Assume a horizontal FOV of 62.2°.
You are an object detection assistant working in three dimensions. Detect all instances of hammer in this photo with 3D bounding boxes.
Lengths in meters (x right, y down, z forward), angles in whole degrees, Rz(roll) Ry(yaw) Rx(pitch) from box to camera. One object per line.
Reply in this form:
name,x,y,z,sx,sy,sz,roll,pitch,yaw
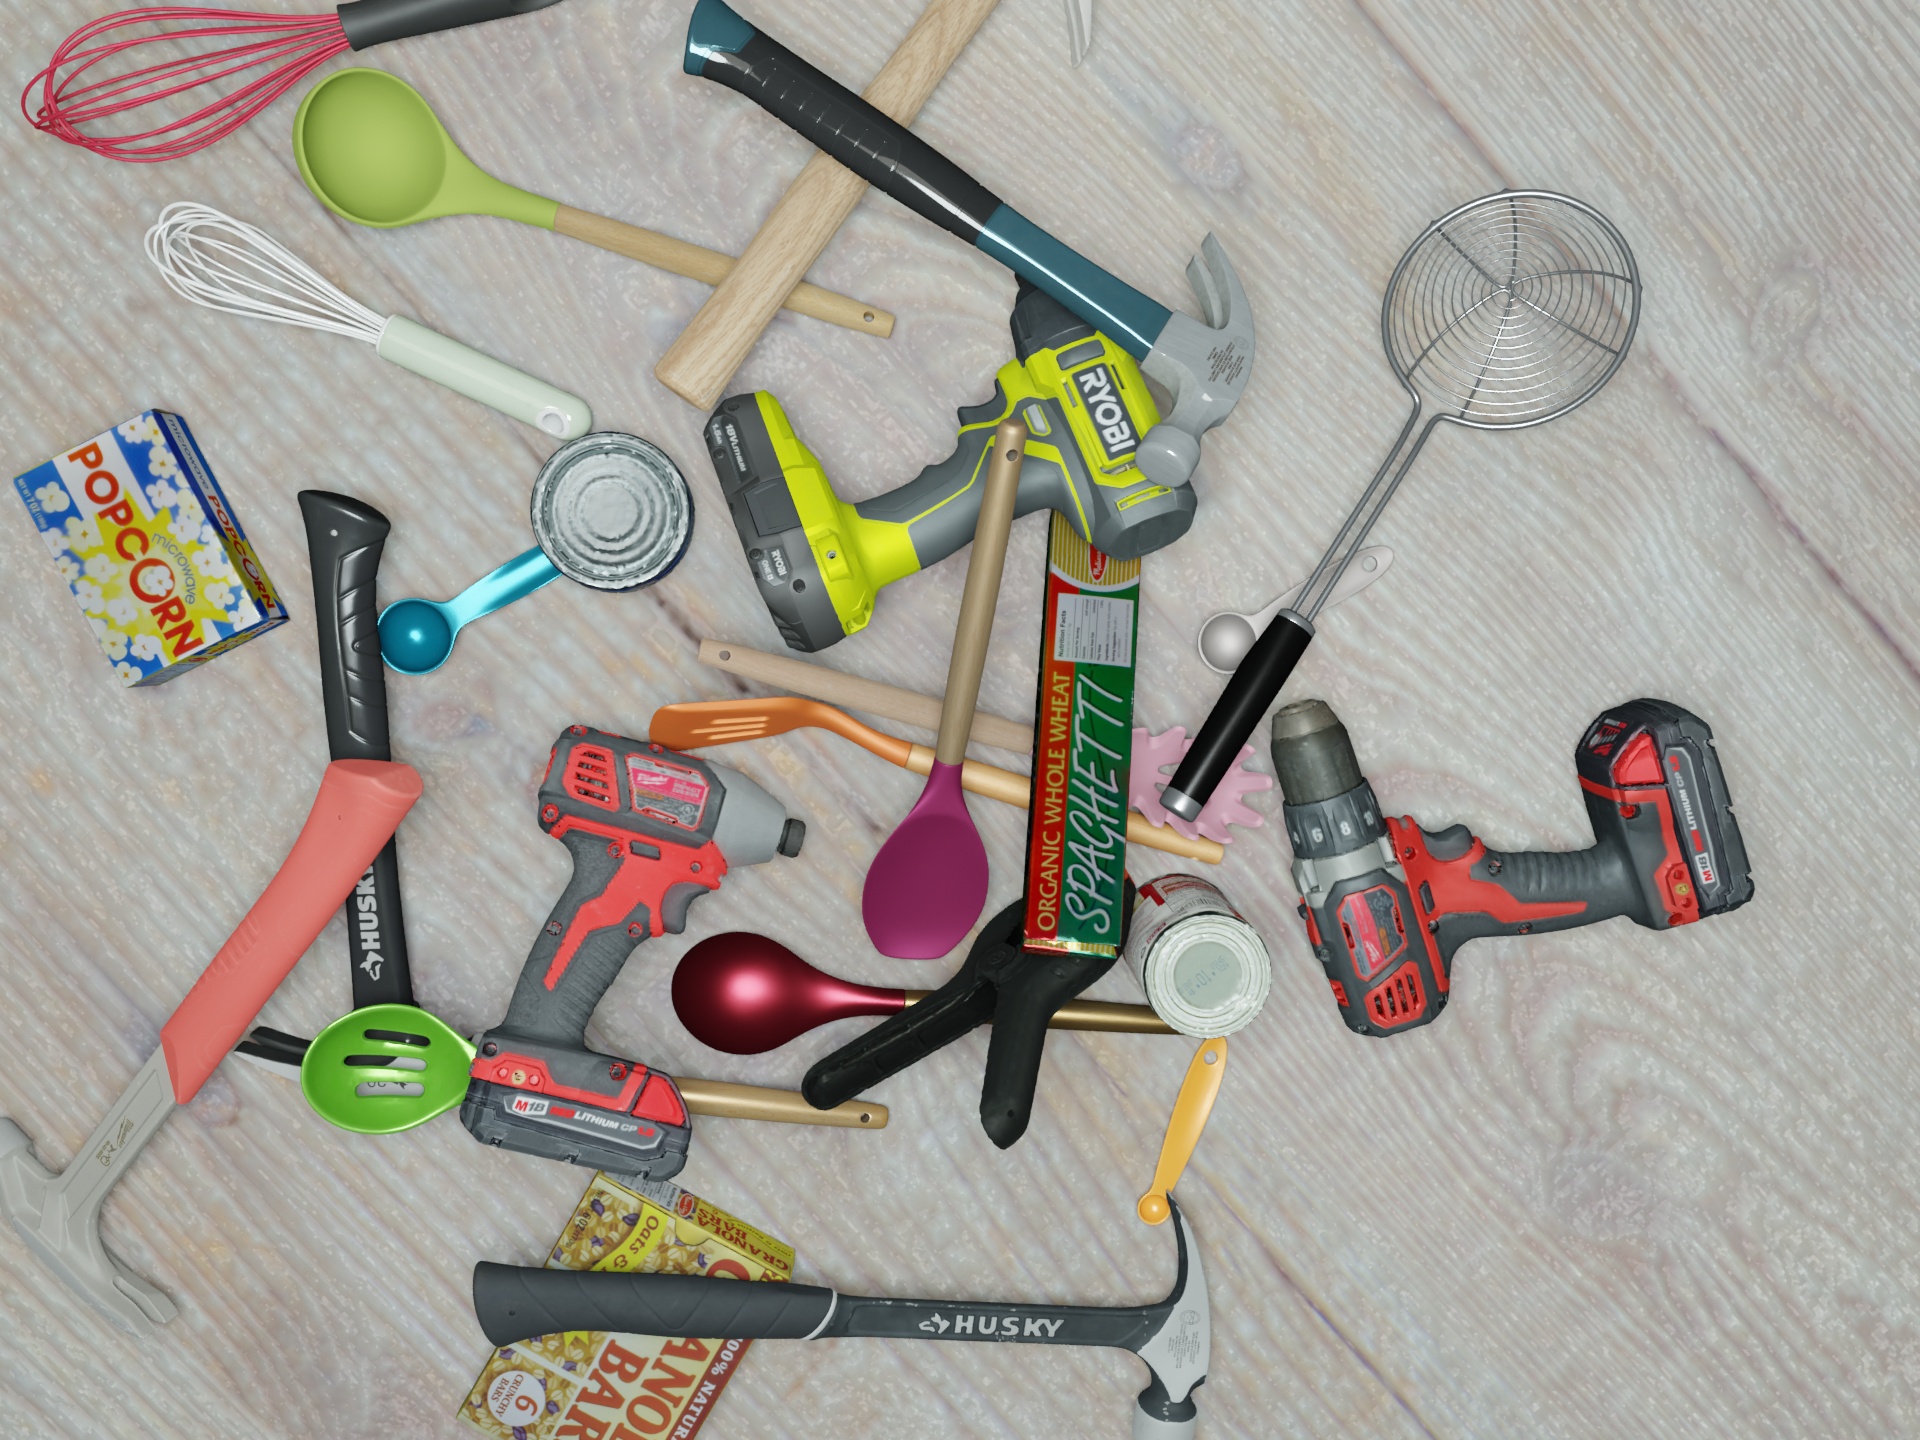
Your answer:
hammer,-0.048,-0.302,0.829,0.130,0.031,0.331,35,87,-7
hammer,-0.326,0.044,0.856,0.146,0.035,0.334,-1,102,-1
hammer,-0.390,0.164,0.843,0.149,0.037,0.359,42,105,4
hammer,-0.057,0.322,0.871,0.409,0.036,0.149,7,99,-10
hammer,0.002,-0.253,0.789,0.331,0.033,0.128,34,65,-1

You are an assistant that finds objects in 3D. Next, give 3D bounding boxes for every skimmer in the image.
skimmer,0.215,-0.103,0.824,0.127,0.090,0.363,34,86,-6

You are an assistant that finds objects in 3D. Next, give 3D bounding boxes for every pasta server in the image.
pasta server,0.015,0.004,0.852,0.316,0.040,0.060,16,85,-12

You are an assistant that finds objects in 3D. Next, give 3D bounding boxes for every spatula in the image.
spatula,-0.008,0.035,0.871,0.322,0.081,0.041,18,70,-7

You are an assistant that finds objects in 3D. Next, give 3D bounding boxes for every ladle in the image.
ladle,-0.188,-0.259,0.836,0.320,0.062,0.078,17,91,-5
ladle,-0.006,0.162,0.894,0.315,0.031,0.069,4,91,-3

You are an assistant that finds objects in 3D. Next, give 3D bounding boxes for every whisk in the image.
whisk,-0.312,-0.209,0.846,0.246,0.059,0.057,24,131,-7
whisk,-0.337,-0.354,0.825,0.296,0.073,0.073,-18,96,-4

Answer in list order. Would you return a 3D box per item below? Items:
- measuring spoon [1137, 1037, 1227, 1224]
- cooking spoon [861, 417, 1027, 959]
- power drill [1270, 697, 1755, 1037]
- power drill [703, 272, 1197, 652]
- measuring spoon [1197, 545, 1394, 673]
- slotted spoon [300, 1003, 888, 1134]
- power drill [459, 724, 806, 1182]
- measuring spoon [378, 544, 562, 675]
measuring spoon,0.127,0.233,0.912,0.021,0.011,0.117,20,91,-8
cooking spoon,-0.001,-0.003,0.814,0.068,0.017,0.318,4,121,-11
power drill,0.288,0.055,0.866,0.226,0.080,0.188,-18,95,4
power drill,-0.010,-0.140,0.830,0.223,0.080,0.171,-21,72,-2
measuring spoon,0.186,-0.064,0.884,0.124,0.018,0.034,-29,95,-5
slotted spoon,-0.193,0.202,0.870,0.313,0.031,0.070,9,90,-13
power drill,-0.170,0.122,0.837,0.143,0.078,0.220,16,74,-13
measuring spoon,-0.260,-0.068,0.875,0.128,0.021,0.042,-31,97,-7
